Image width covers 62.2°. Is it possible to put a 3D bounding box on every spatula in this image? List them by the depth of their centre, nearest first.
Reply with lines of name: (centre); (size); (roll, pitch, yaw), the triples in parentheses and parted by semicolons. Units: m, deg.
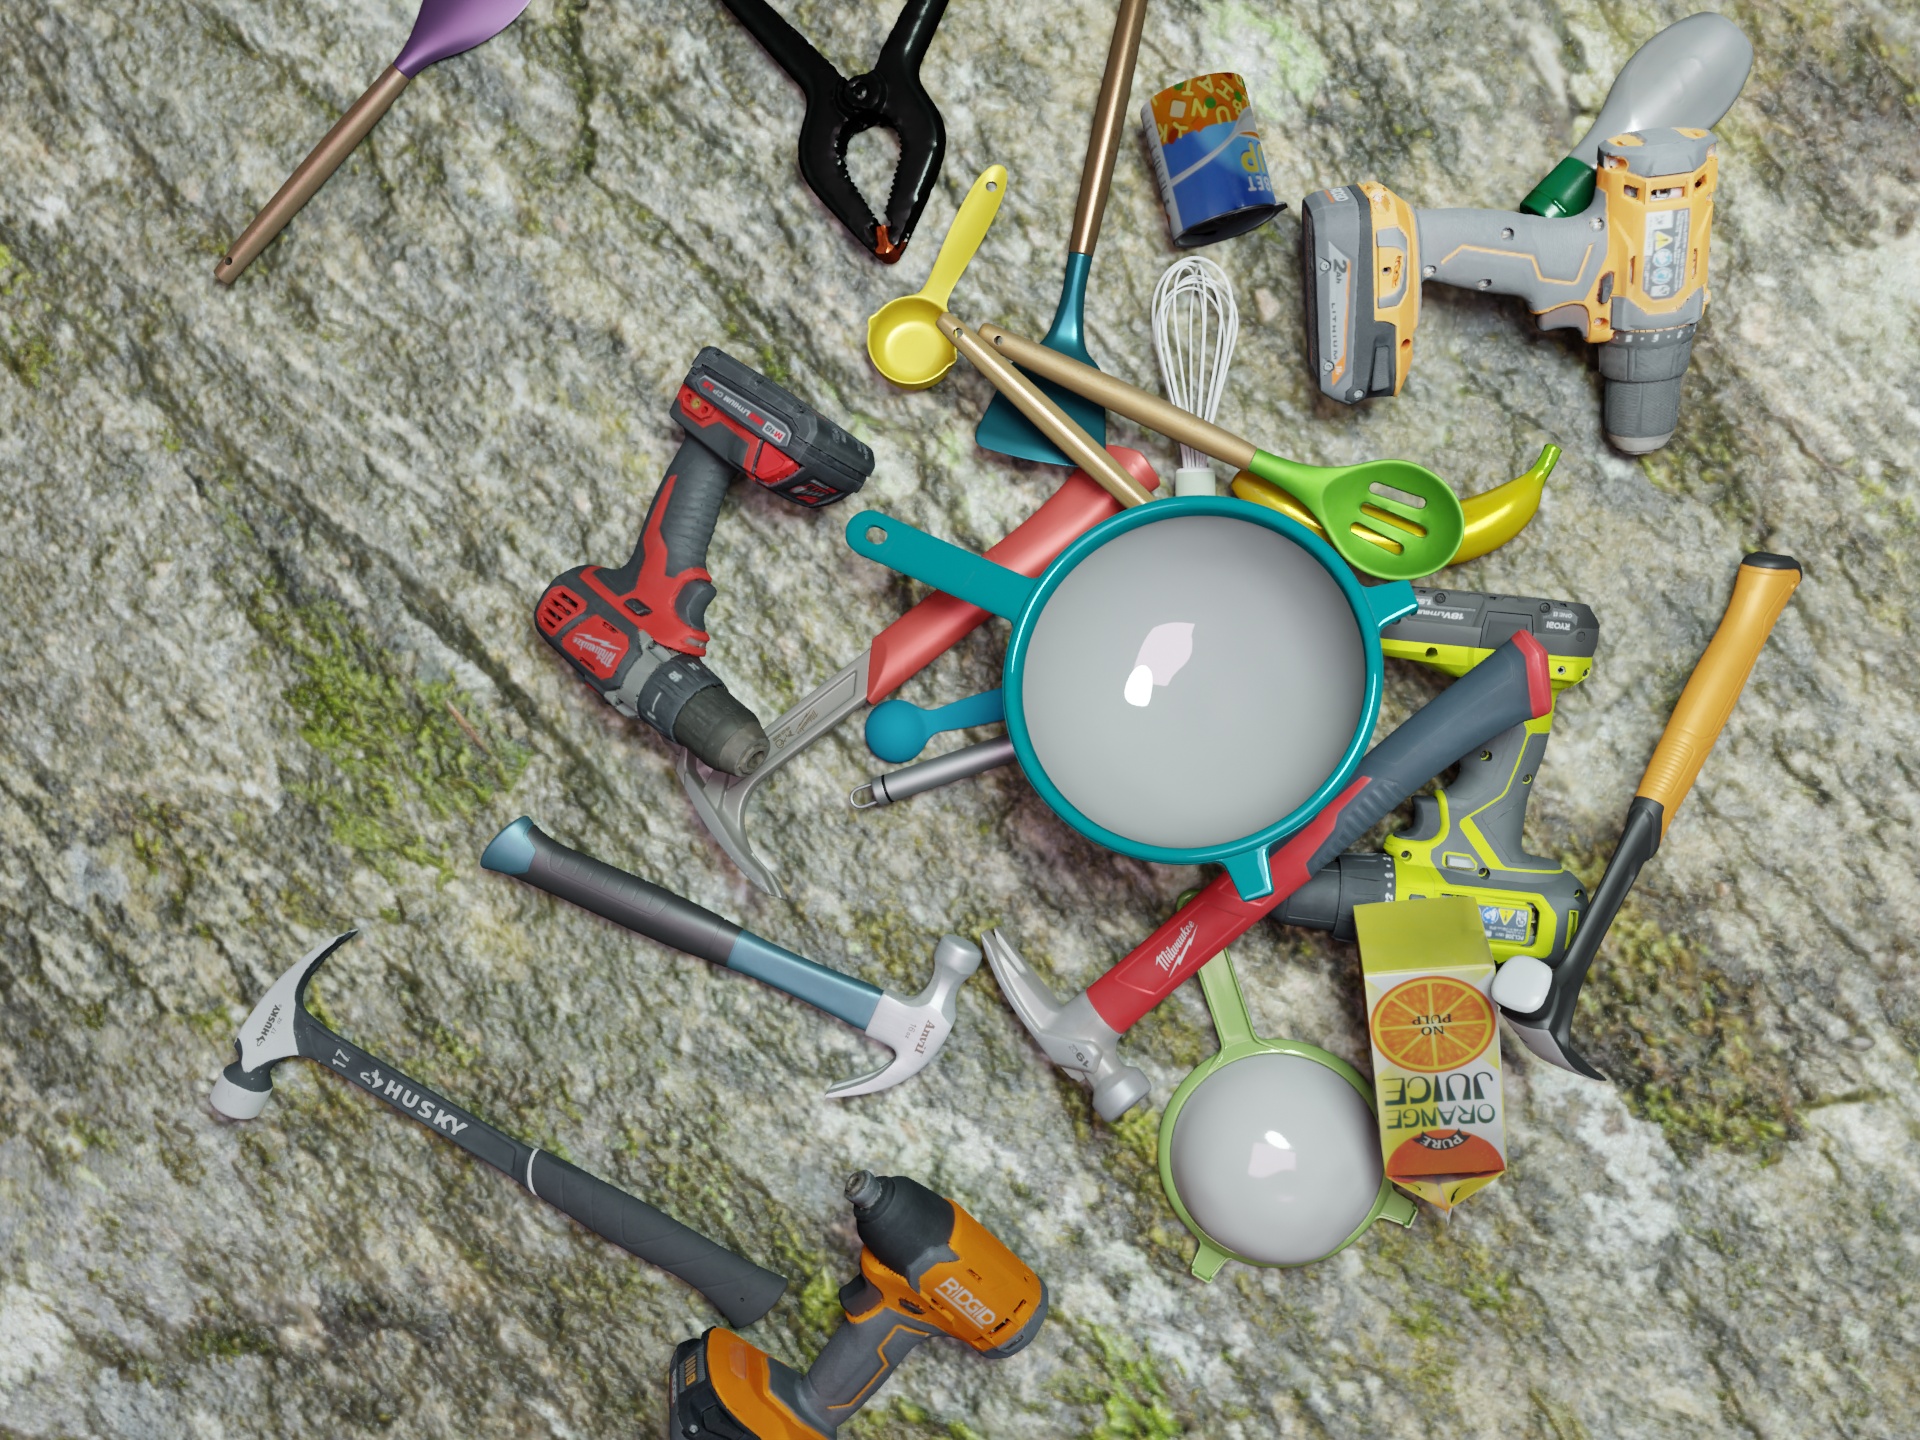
spatula: (0.081, -0.316, 0.985); (0.082, 0.044, 0.317); (12, 96, 8)
spatula: (-0.383, -0.406, 1.046); (0.316, 0.018, 0.060); (-45, 89, 6)

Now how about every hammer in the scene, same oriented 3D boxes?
hammer: (0.413, 0.047, 0.931); (0.034, 0.127, 0.337); (19, 72, 44)
hammer: (0.182, 0.073, 0.950); (0.386, 0.038, 0.143); (-44, 74, 20)
hammer: (-0.021, -0.046, 1.007); (0.359, 0.036, 0.149); (-37, 72, 5)
hammer: (-0.160, 0.143, 1.048); (0.331, 0.033, 0.128); (23, 95, 5)
hammer: (-0.300, 0.289, 1.073); (0.409, 0.036, 0.149); (28, 95, 3)

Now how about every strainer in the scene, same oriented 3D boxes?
strainer: (0.084, -0.042, 0.942); (0.340, 0.095, 0.211); (26, 86, 23)
strainer: (0.184, 0.232, 0.997); (0.151, 0.069, 0.256); (-18, 93, 7)
strainer: (0.048, 0.010, 1.013); (0.258, 0.050, 0.087); (-19, 92, 11)

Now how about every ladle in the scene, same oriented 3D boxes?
ladle: (0.105, -0.138, 0.966); (0.315, 0.031, 0.069); (42, 97, -4)

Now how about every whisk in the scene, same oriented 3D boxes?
whisk: (0.146, -0.163, 0.993); (0.059, 0.057, 0.246); (4, 98, 40)

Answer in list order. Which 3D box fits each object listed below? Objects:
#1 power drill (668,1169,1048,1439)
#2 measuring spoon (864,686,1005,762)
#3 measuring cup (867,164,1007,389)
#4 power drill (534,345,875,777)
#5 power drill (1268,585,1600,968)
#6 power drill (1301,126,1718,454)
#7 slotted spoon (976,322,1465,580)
power drill: (-0.077, 0.386, 1.009); (0.226, 0.084, 0.164); (-39, 114, 6)
measuring spoon: (-0.002, -0.003, 1.026); (0.128, 0.021, 0.042); (-15, 92, 9)
measuring cup: (-0.008, -0.282, 1.014); (0.062, 0.029, 0.156); (26, 84, 4)
power drill: (-0.148, -0.094, 0.988); (0.188, 0.080, 0.226); (38, 99, 24)
power drill: (0.289, 0.035, 0.971); (0.190, 0.080, 0.228); (6, 97, 6)
power drill: (0.322, -0.239, 0.938); (0.226, 0.084, 0.185); (-5, 118, 8)
slotted spoon: (0.153, -0.170, 0.956); (0.314, 0.031, 0.070); (26, 103, 4)
